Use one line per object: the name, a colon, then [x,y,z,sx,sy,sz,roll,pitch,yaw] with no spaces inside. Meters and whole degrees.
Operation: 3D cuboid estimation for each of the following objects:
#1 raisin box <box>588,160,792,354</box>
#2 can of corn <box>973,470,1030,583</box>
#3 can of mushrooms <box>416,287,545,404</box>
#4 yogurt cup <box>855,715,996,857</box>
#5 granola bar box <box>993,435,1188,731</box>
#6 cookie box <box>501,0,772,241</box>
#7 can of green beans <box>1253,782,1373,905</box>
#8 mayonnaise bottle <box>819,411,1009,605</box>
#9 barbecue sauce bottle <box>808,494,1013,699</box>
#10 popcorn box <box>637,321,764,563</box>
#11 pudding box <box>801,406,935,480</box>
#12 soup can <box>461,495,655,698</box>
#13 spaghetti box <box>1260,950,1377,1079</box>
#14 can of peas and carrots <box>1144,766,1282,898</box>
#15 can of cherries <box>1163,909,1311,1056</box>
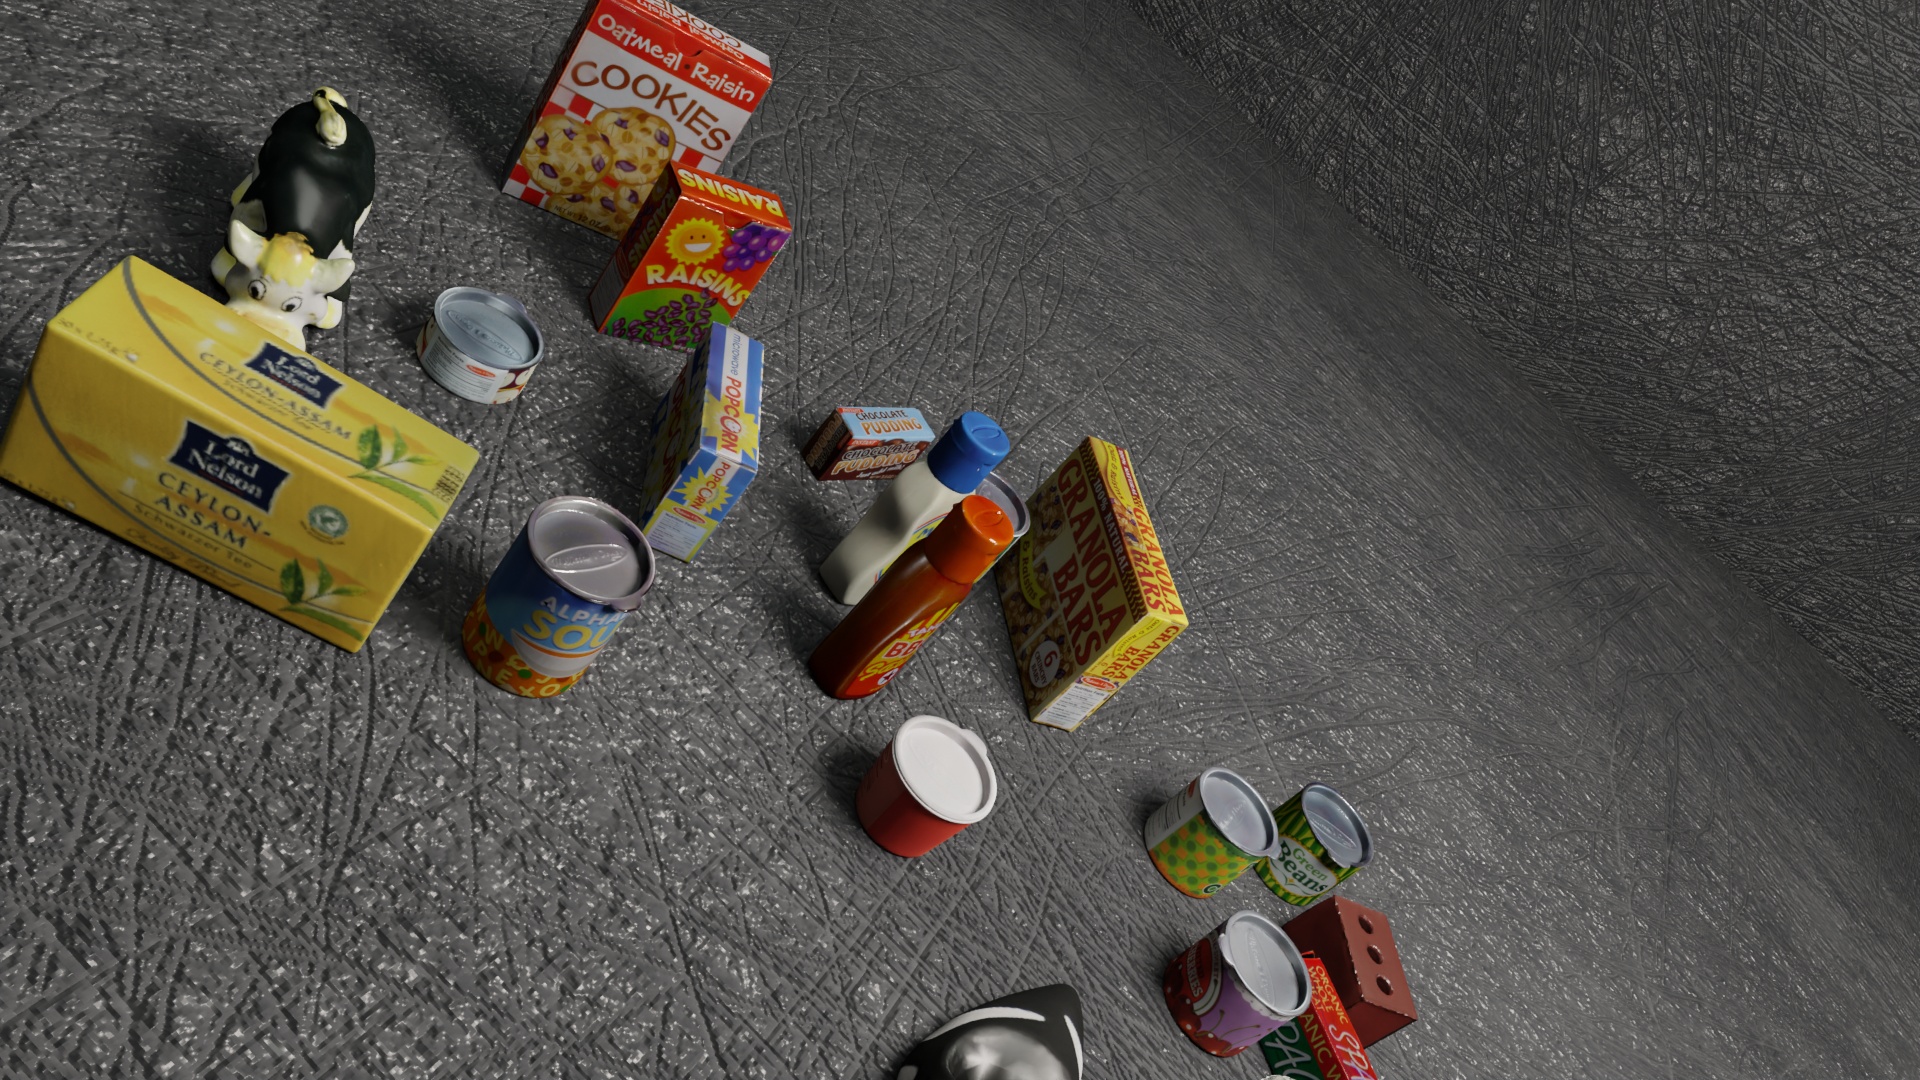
raisin box: [-0.180,-0.184,0.922,0.086,0.123,0.040,10,44,-40]
can of corn: [0.003,-0.012,0.976,0.071,0.058,0.071,28,35,-22]
can of mushrooms: [-0.282,-0.116,0.819,0.071,0.033,0.071,28,35,-21]
yogurt cup: [-0.022,0.140,0.775,0.072,0.053,0.073,28,35,-22]
granola bar box: [0.083,0.028,0.951,0.039,0.123,0.166,20,38,-31]
cookie box: [-0.224,-0.287,0.956,0.123,0.166,0.040,20,39,-31]
can of green beans: [0.243,0.212,0.967,0.071,0.057,0.071,28,35,-22]
mayonnaise bottle: [-0.026,-0.019,0.868,0.065,0.147,0.041,-12,60,-52]
barbecue sauce bottle: [-0.027,0.033,0.807,0.044,0.148,0.065,52,33,15]
popcorn box: [-0.156,-0.061,0.840,0.038,0.085,0.127,25,36,-26]
pudding box: [-0.064,-0.069,0.978,0.084,0.049,0.030,-4,54,-49]
soup can: [-0.199,0.031,0.688,0.071,0.083,0.072,28,35,-22]
spaghetti box: [0.232,0.360,0.789,0.029,0.050,0.251,13,42,-38]
can of peas and carrots: [0.165,0.193,0.906,0.071,0.058,0.071,28,35,-22]
can of cherries: [0.161,0.261,0.822,0.071,0.058,0.072,28,35,-22]
